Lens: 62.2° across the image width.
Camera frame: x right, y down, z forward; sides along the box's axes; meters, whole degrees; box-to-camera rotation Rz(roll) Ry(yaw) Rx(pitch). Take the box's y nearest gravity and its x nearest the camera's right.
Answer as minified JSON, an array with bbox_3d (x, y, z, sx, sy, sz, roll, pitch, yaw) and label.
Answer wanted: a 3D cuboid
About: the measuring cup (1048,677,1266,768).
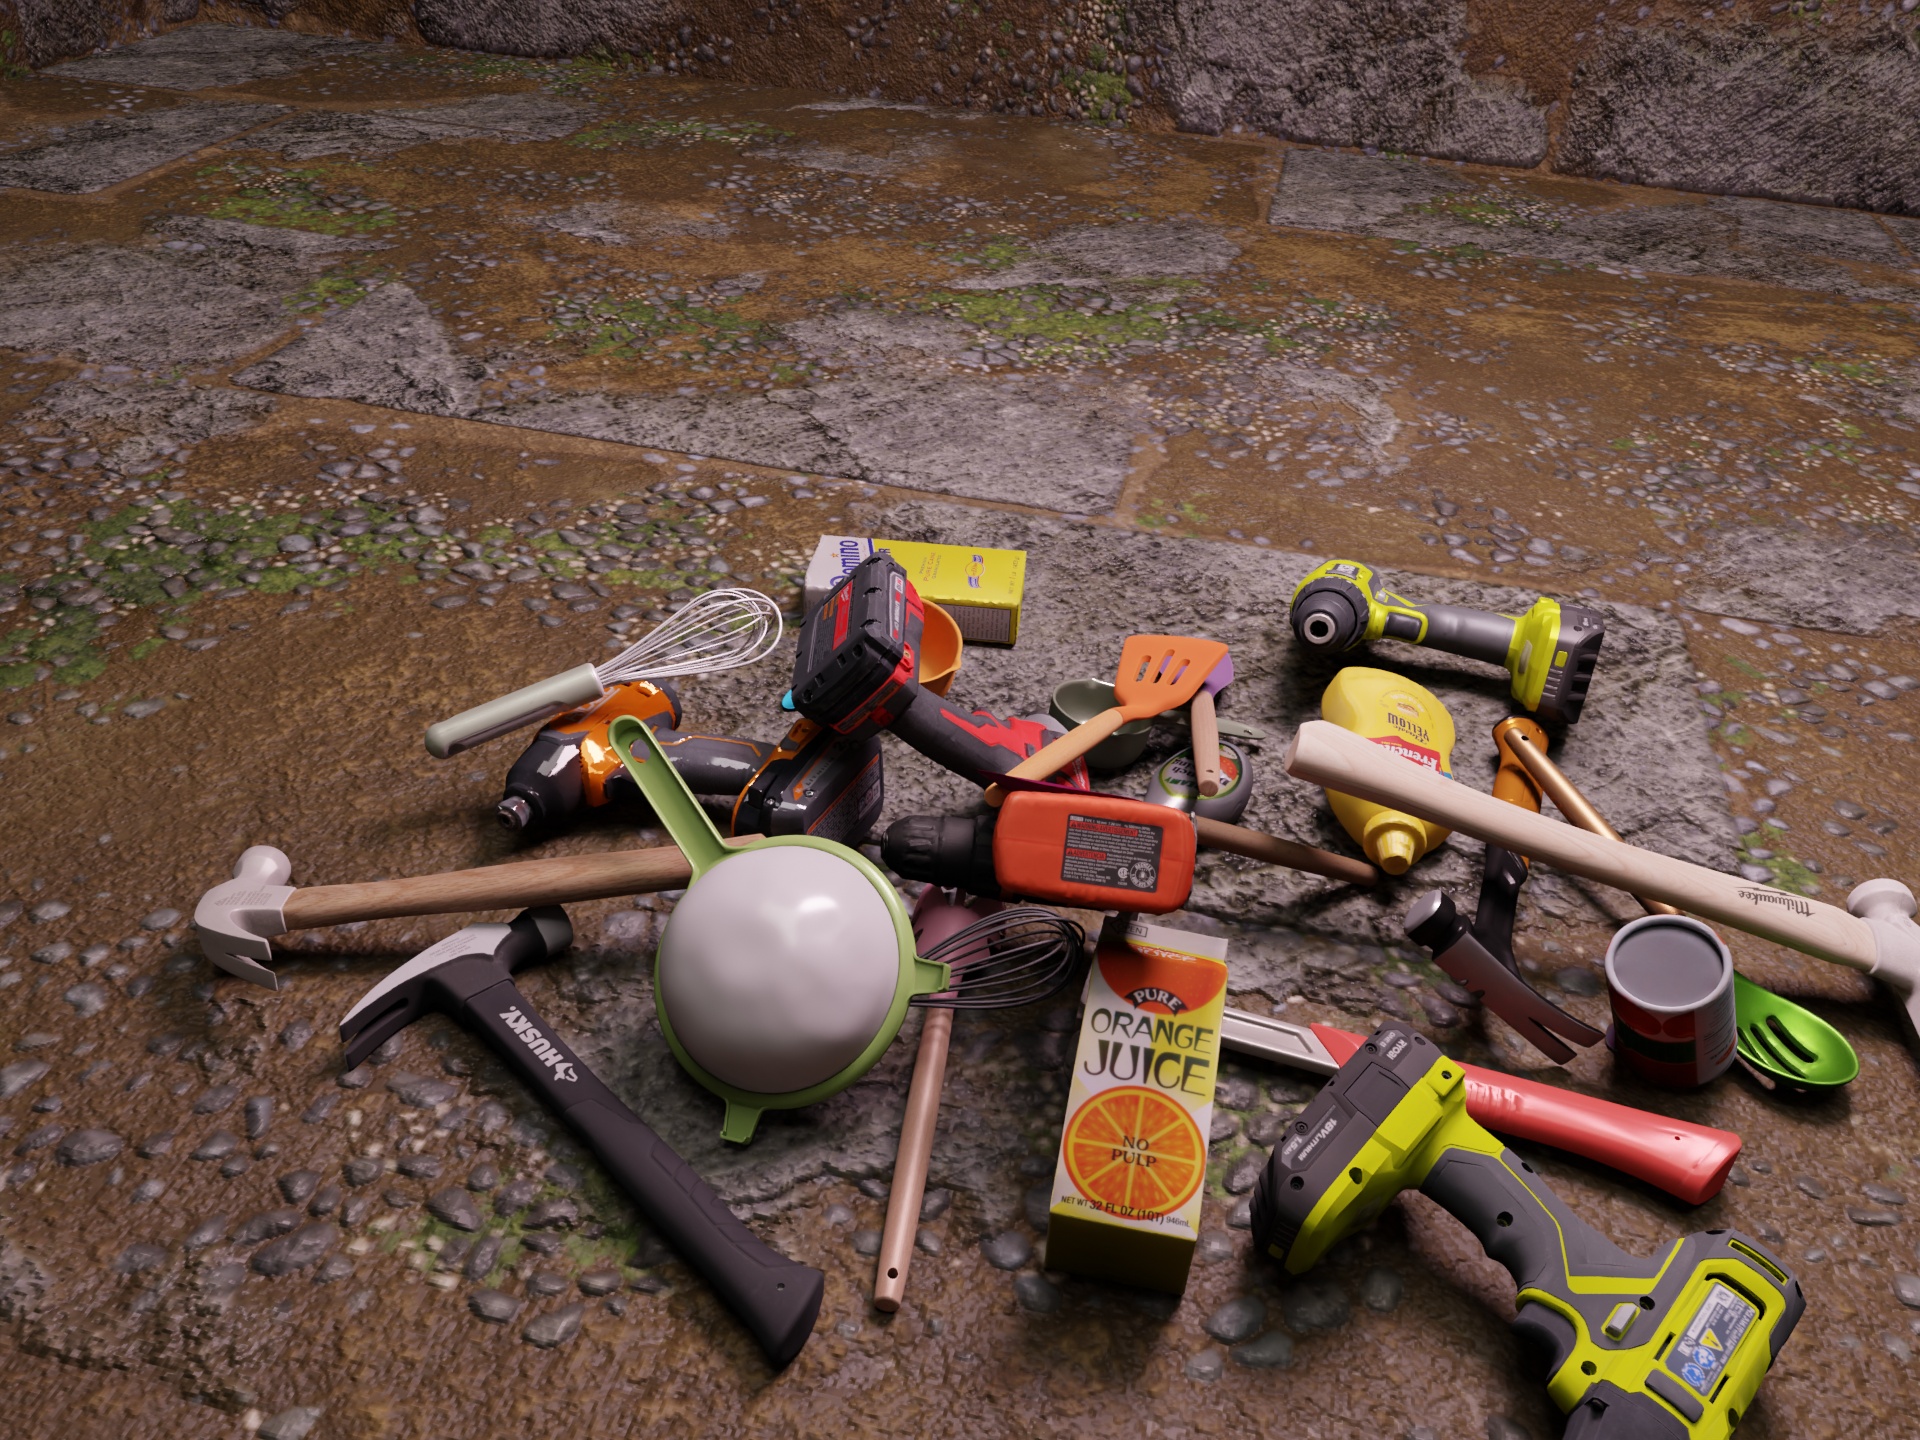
[{"bbox_3d":[0.143,0.011,1.166,0.167,0.038,0.083,9,30,-14],"label":"measuring cup"}]

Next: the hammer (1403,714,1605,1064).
[{"bbox_3d":[0.368,0.086,1.050,0.127,0.034,0.337,40,34,0],"label":"hammer"}]

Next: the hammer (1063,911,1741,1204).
[{"bbox_3d":[0.246,0.193,0.902,0.359,0.036,0.149,13,35,14],"label":"hammer"}]

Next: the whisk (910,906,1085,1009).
[{"bbox_3d":[-0.045,0.153,0.885,0.239,0.055,0.055,-16,35,4],"label":"whisk"}]

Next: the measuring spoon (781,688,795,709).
[{"bbox_3d":[-0.089,-0.037,1.227,0.042,0.021,0.128,41,56,22],"label":"measuring spoon"}]

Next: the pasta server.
[{"bbox_3d":[-0.015,0.190,0.891,0.060,0.040,0.316,7,38,4],"label":"pasta server"}]

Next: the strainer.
[{"bbox_3d":[-0.133,0.088,0.866,0.151,0.069,0.257,-37,69,-1],"label":"strainer"}]

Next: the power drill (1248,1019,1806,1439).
[{"bbox_3d":[0.256,0.262,0.751,0.223,0.080,0.171,36,56,27],"label":"power drill"}]

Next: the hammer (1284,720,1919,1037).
[{"bbox_3d":[0.395,0.091,0.962,0.410,0.038,0.146,19,33,2],"label":"hammer"}]

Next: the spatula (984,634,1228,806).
[{"bbox_3d":[0.092,-0.004,1.063,0.081,0.041,0.322,7,18,26],"label":"spatula"}]

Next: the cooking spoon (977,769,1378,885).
[{"bbox_3d":[0.145,0.067,0.972,0.318,0.017,0.069,16,-4,-32],"label":"cooking spoon"}]

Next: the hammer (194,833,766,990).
[{"bbox_3d":[-0.278,0.100,0.935,0.331,0.031,0.130,-6,23,-2],"label":"hammer"}]

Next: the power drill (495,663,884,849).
[{"bbox_3d":[-0.182,0.042,1.044,0.226,0.084,0.164,14,36,22],"label":"power drill"}]

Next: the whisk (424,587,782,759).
[{"bbox_3d":[-0.233,-0.029,1.050,0.246,0.057,0.059,-23,70,-14],"label":"whisk"}]

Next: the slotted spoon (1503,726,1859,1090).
[{"bbox_3d":[0.442,0.112,1.012,0.070,0.031,0.314,-9,45,-20],"label":"slotted spoon"}]

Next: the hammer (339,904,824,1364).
[{"bbox_3d":[-0.191,0.213,0.830,0.146,0.035,0.335,-25,44,-37],"label":"hammer"}]

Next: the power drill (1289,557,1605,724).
[{"bbox_3d":[0.367,-0.066,1.226,0.228,0.080,0.190,15,17,15],"label":"power drill"}]

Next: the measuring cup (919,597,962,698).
[{"bbox_3d":[-0.065,-0.018,1.170,0.095,0.052,0.174,28,54,10],"label":"measuring cup"}]

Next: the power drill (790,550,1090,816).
[{"bbox_3d":[-0.002,-0.003,1.046,0.219,0.078,0.143,38,28,-24],"label":"power drill"}]

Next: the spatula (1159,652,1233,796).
[{"bbox_3d":[0.172,-0.007,1.146,0.060,0.018,0.316,4,19,5],"label":"spatula"}]
